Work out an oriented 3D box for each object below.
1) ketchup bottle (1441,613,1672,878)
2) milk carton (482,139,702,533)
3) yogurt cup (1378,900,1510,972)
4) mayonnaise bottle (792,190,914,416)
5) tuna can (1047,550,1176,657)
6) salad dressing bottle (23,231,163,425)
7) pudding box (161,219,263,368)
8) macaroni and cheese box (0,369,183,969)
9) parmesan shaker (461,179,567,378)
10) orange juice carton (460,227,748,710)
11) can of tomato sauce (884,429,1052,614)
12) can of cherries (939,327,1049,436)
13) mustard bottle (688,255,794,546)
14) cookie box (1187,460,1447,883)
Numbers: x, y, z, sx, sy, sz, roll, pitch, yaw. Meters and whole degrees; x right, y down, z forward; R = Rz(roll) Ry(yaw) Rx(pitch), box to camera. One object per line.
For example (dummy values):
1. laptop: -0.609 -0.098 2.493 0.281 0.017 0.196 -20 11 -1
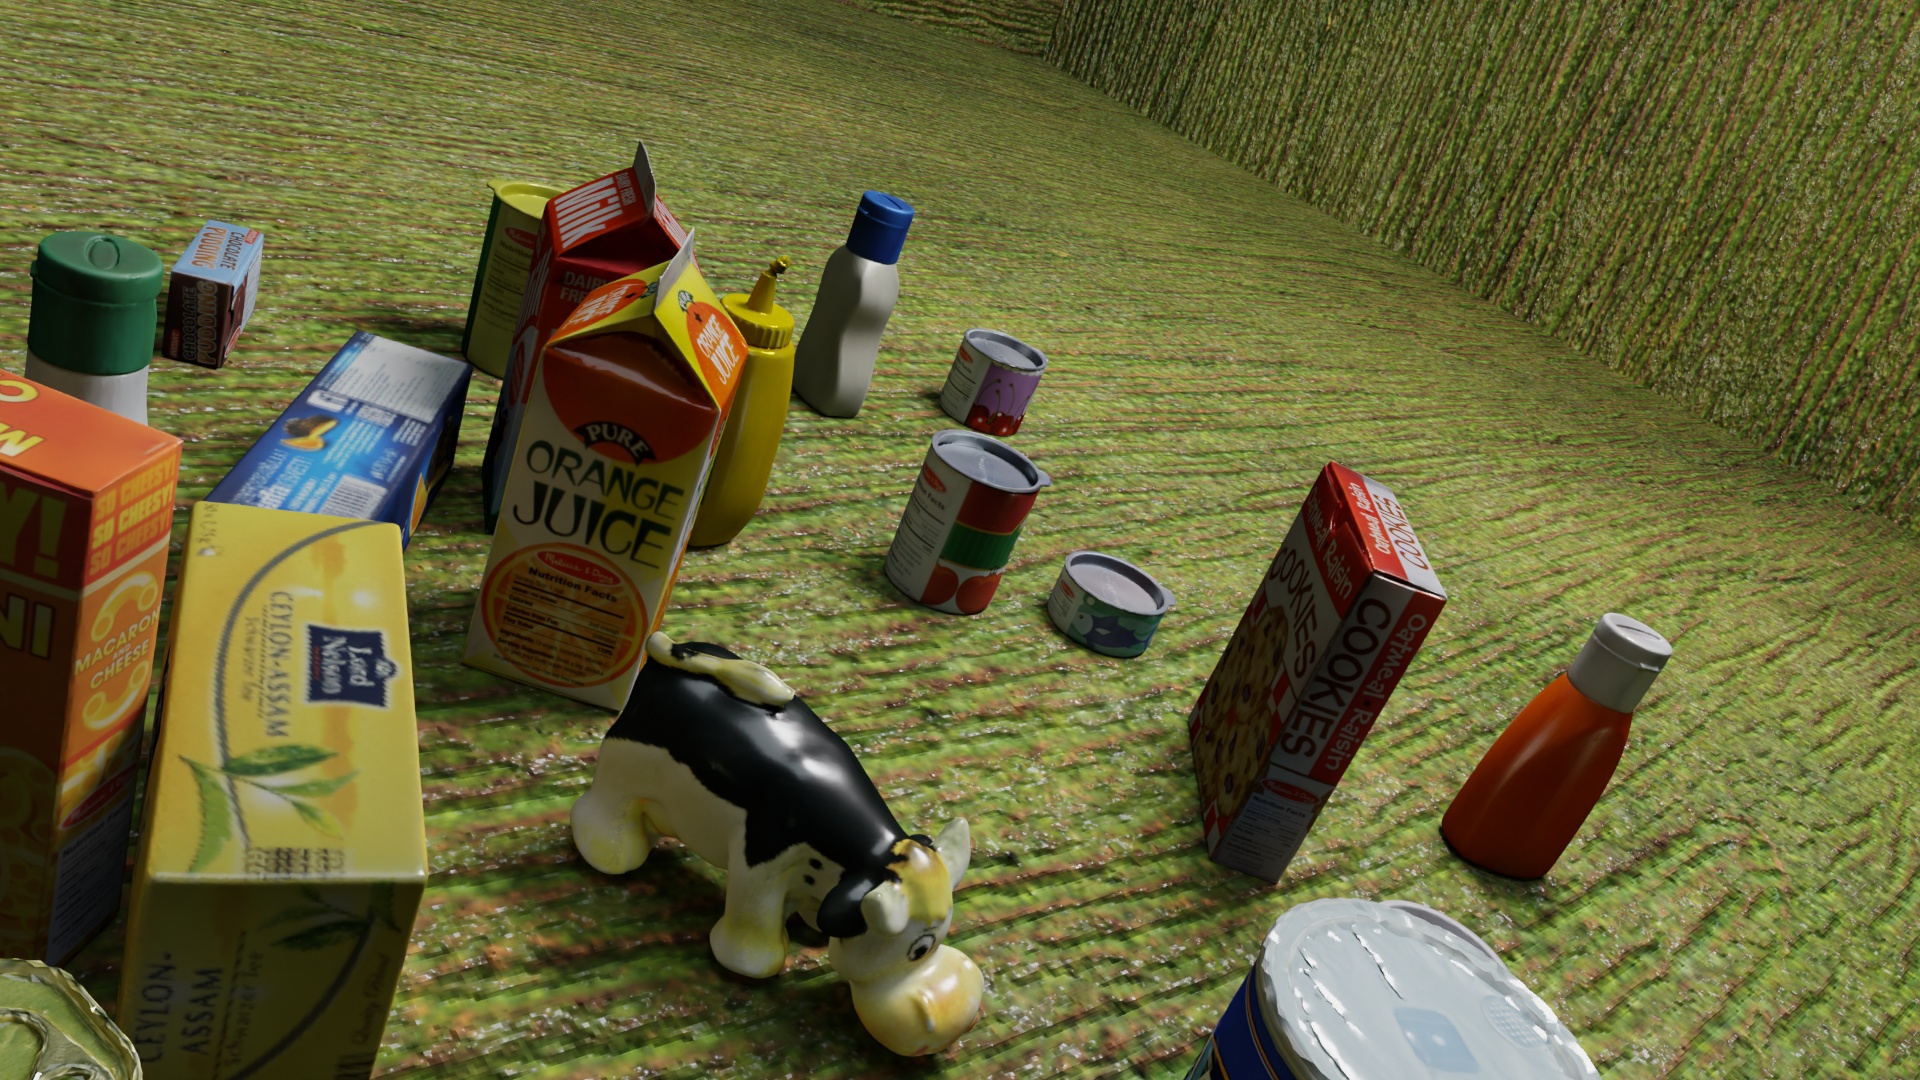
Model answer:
1. ketchup bottle: 0.315 0.108 0.727 0.065 0.148 0.044 15 26 -16
2. milk carton: -0.176 -0.094 0.674 0.073 0.189 0.072 10 28 -26
3. yogurt cup: 0.185 0.190 0.569 0.072 0.053 0.073 19 25 -9
4. mayonnaise bottle: -0.072 -0.161 0.940 0.041 0.147 0.065 0 33 -40
5. tuna can: 0.088 0.038 0.816 0.071 0.032 0.071 18 25 -9
6. salad dressing bottle: -0.312 -0.035 0.494 0.044 0.147 0.064 6 30 -33
7. pudding box: -0.394 -0.132 0.734 0.030 0.049 0.084 12 27 -21
8. macaroni and cheese box: -0.284 0.029 0.368 0.124 0.165 0.040 21 25 -3
9. parmesan shaker: -0.257 -0.154 0.828 0.071 0.102 0.071 19 25 -9
10. orange juice carton: -0.142 -0.032 0.576 0.073 0.191 0.072 19 25 -8
11. can of tomato sauce: 0.003 -0.010 0.780 0.071 0.082 0.071 19 25 -9
12. can of cherries: 0.026 -0.118 1.043 0.071 0.058 0.072 19 25 -9
13. mustard bottle: -0.120 -0.076 0.718 0.065 0.159 0.049 35 27 25
14. cookie box: 0.166 0.061 0.676 0.040 0.166 0.123 20 25 -5
